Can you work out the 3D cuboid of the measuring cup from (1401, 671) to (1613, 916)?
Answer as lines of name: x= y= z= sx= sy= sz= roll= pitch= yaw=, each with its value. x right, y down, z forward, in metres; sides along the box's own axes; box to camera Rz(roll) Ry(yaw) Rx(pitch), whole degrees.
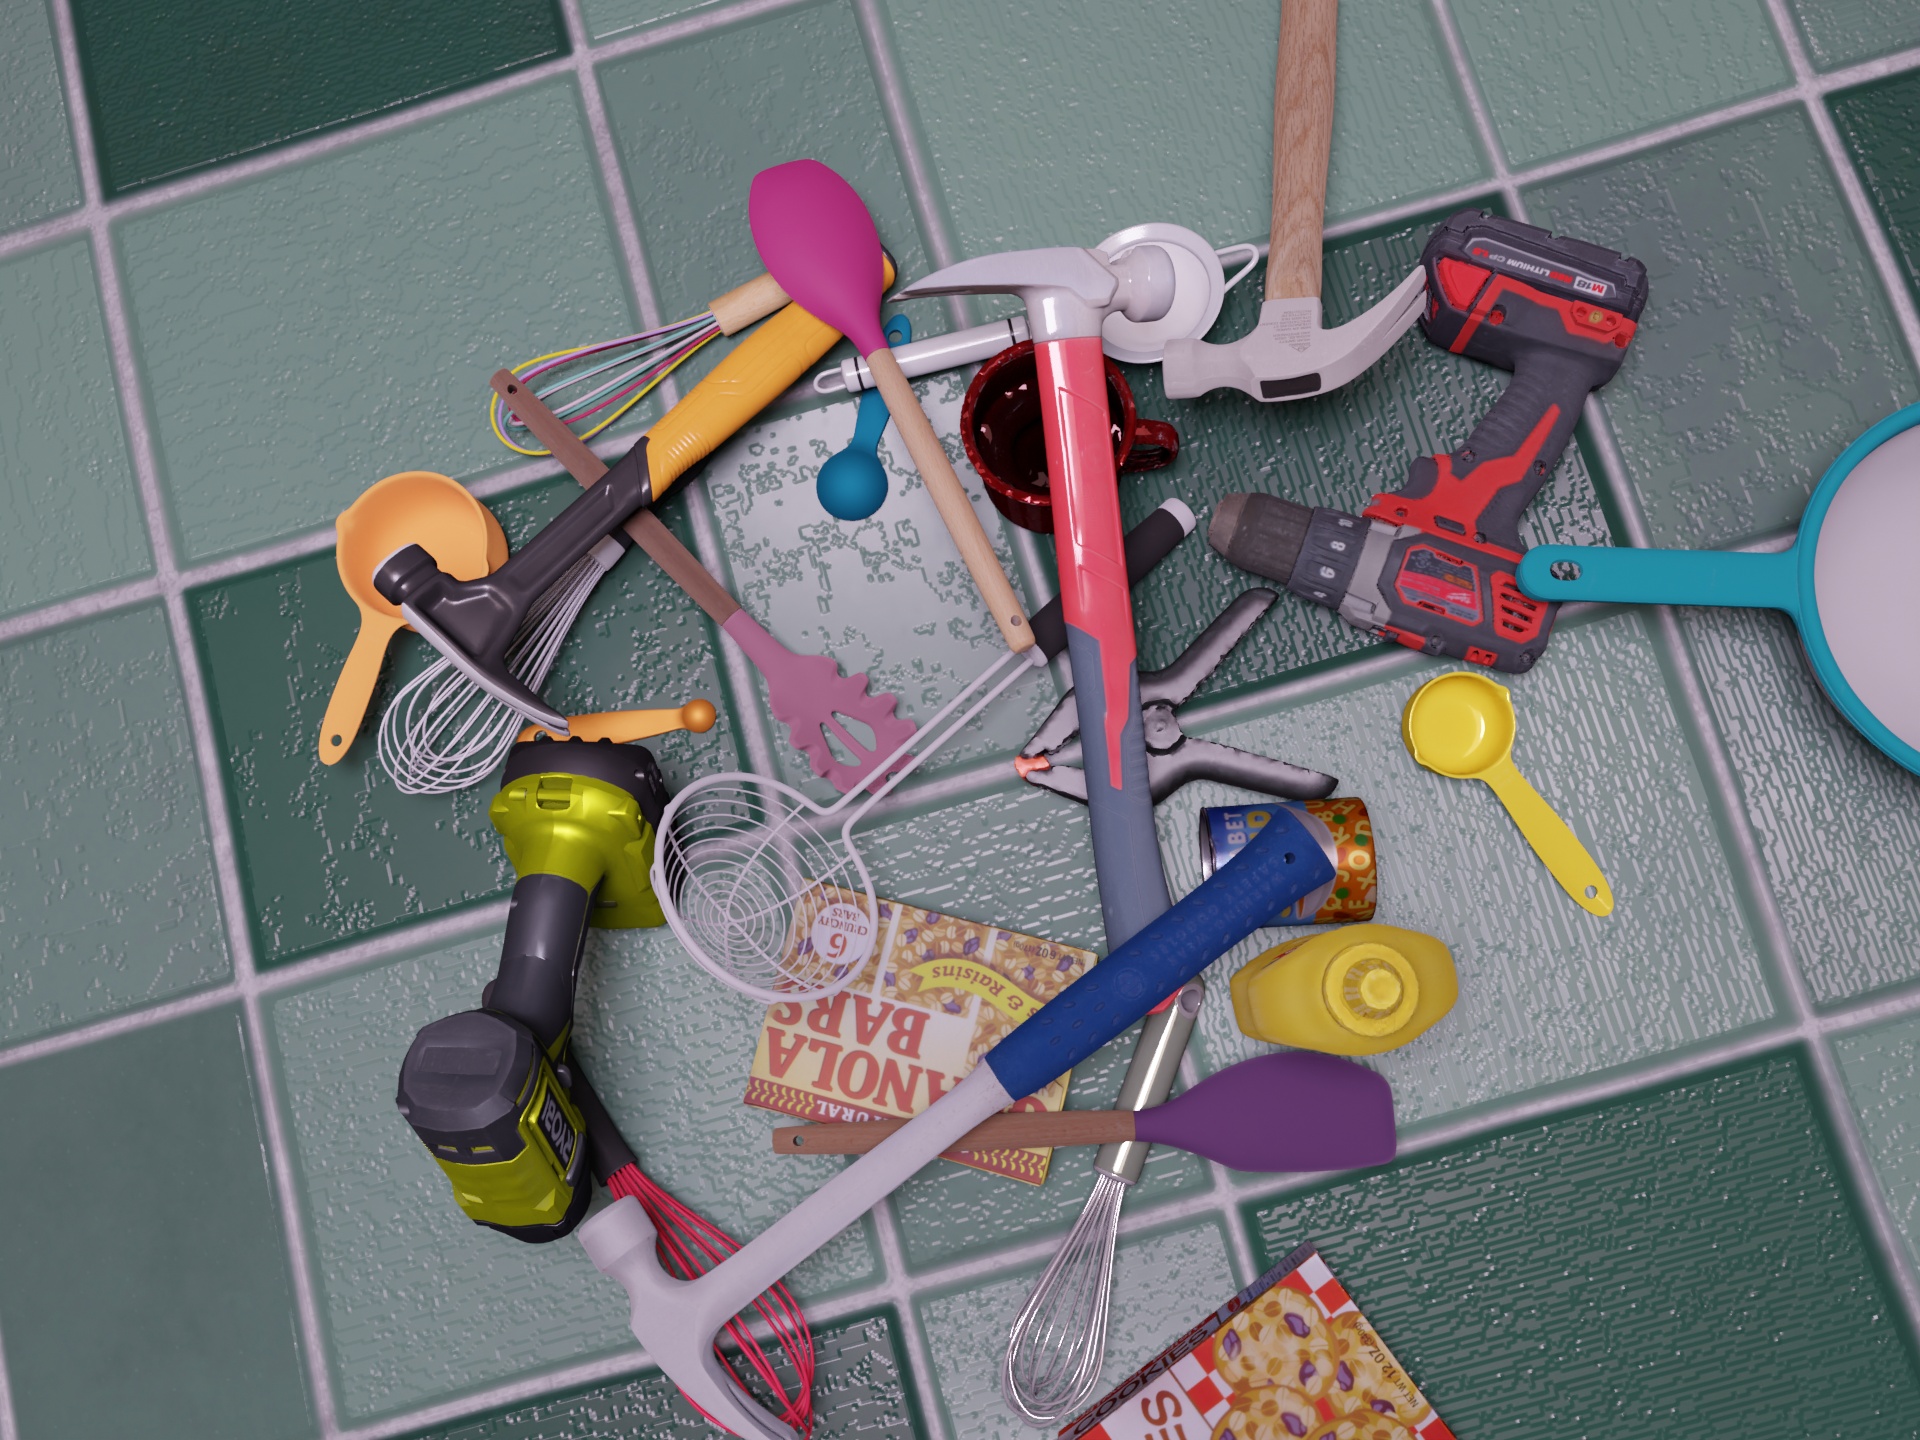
measuring cup: x=0.296 y=0.042 z=0.855 sx=0.062 sy=0.029 sz=0.156 roll=-38 pitch=91 yaw=-2

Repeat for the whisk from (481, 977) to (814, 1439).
whisk: x=-0.170 y=0.256 z=0.843 sx=0.073 sy=0.073 sz=0.296 roll=-39 pitch=75 yaw=-2

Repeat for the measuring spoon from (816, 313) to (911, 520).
measuring spoon: x=-0.052 y=-0.179 z=0.918 sx=0.042 sy=0.021 sz=0.129 roll=14 pitch=82 yaw=7

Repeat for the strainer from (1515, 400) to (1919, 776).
strainer: x=0.453 y=-0.058 z=0.816 sx=0.340 sy=0.095 sz=0.211 roll=3 pitch=79 yaw=7

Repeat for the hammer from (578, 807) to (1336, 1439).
hammer: x=0.014 y=0.186 z=0.774 sx=0.405 sy=0.035 sz=0.144 roll=-37 pitch=77 yaw=-1

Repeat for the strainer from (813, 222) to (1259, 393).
strainer: x=0.041 y=-0.222 z=0.904 sx=0.258 sy=0.050 sz=0.087 roll=-13 pitch=72 yaw=4

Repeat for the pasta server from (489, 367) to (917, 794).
pasta server: x=-0.145 y=-0.078 z=0.876 sx=0.060 sy=0.040 sz=0.316 roll=-44 pitch=92 yaw=-12

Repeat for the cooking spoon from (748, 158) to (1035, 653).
cooking spoon: x=-0.033 y=-0.176 z=0.859 sx=0.069 sy=0.017 sz=0.319 roll=-22 pitch=76 yaw=-15

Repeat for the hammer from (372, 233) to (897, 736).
hammer: x=-0.148 y=-0.145 z=0.861 sx=0.127 sy=0.034 sz=0.337 roll=42 pitch=72 yaw=2

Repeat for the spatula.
spatula: x=0.062 y=0.205 z=0.809 sx=0.316 sy=0.018 sz=0.060 roll=-3 pitch=76 yaw=0

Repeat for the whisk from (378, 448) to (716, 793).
whisk: x=-0.224 y=-0.073 z=0.902 sx=0.070 sy=0.070 sz=0.284 roll=36 pitch=81 yaw=10

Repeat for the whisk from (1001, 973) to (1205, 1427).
whisk: x=0.077 y=0.244 z=0.829 sx=0.057 sy=0.059 sz=0.246 roll=28 pitch=78 yaw=-28

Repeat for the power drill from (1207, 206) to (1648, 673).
power drill: x=0.253 y=-0.154 z=0.862 sx=0.188 sy=0.080 sz=0.227 roll=20 pitch=86 yaw=8

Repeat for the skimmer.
skimmer: x=-0.001 y=-0.003 z=0.823 sx=0.363 sy=0.090 sz=0.127 roll=-42 pitch=90 yaw=-13

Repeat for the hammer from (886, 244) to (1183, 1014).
hammer: x=0.057 y=-0.039 z=0.801 sx=0.143 sy=0.038 sz=0.386 roll=-9 pitch=97 yaw=-19

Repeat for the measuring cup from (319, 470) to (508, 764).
measuring cup: x=-0.319 y=-0.054 z=0.909 sx=0.095 sy=0.052 sz=0.173 roll=19 pitch=85 yaw=8

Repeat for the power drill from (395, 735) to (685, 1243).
power drill: x=-0.201 y=0.135 z=0.791 sx=0.080 sy=0.171 sz=0.223 roll=2 pitch=50 yaw=6

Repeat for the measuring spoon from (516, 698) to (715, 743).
measuring spoon: x=-0.198 y=0.004 z=0.907 sx=0.117 sy=0.011 sz=0.021 roll=-8 pitch=80 yaw=4

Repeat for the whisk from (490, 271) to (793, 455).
whisk: x=-0.163 y=-0.227 z=0.928 sx=0.245 sy=0.051 sz=0.047 roll=-29 pitch=74 yaw=-3

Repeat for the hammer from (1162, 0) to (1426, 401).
hammer: x=0.190 y=-0.317 z=0.871 sx=0.130 sy=0.031 sz=0.331 roll=1 pitch=65 yaw=17
